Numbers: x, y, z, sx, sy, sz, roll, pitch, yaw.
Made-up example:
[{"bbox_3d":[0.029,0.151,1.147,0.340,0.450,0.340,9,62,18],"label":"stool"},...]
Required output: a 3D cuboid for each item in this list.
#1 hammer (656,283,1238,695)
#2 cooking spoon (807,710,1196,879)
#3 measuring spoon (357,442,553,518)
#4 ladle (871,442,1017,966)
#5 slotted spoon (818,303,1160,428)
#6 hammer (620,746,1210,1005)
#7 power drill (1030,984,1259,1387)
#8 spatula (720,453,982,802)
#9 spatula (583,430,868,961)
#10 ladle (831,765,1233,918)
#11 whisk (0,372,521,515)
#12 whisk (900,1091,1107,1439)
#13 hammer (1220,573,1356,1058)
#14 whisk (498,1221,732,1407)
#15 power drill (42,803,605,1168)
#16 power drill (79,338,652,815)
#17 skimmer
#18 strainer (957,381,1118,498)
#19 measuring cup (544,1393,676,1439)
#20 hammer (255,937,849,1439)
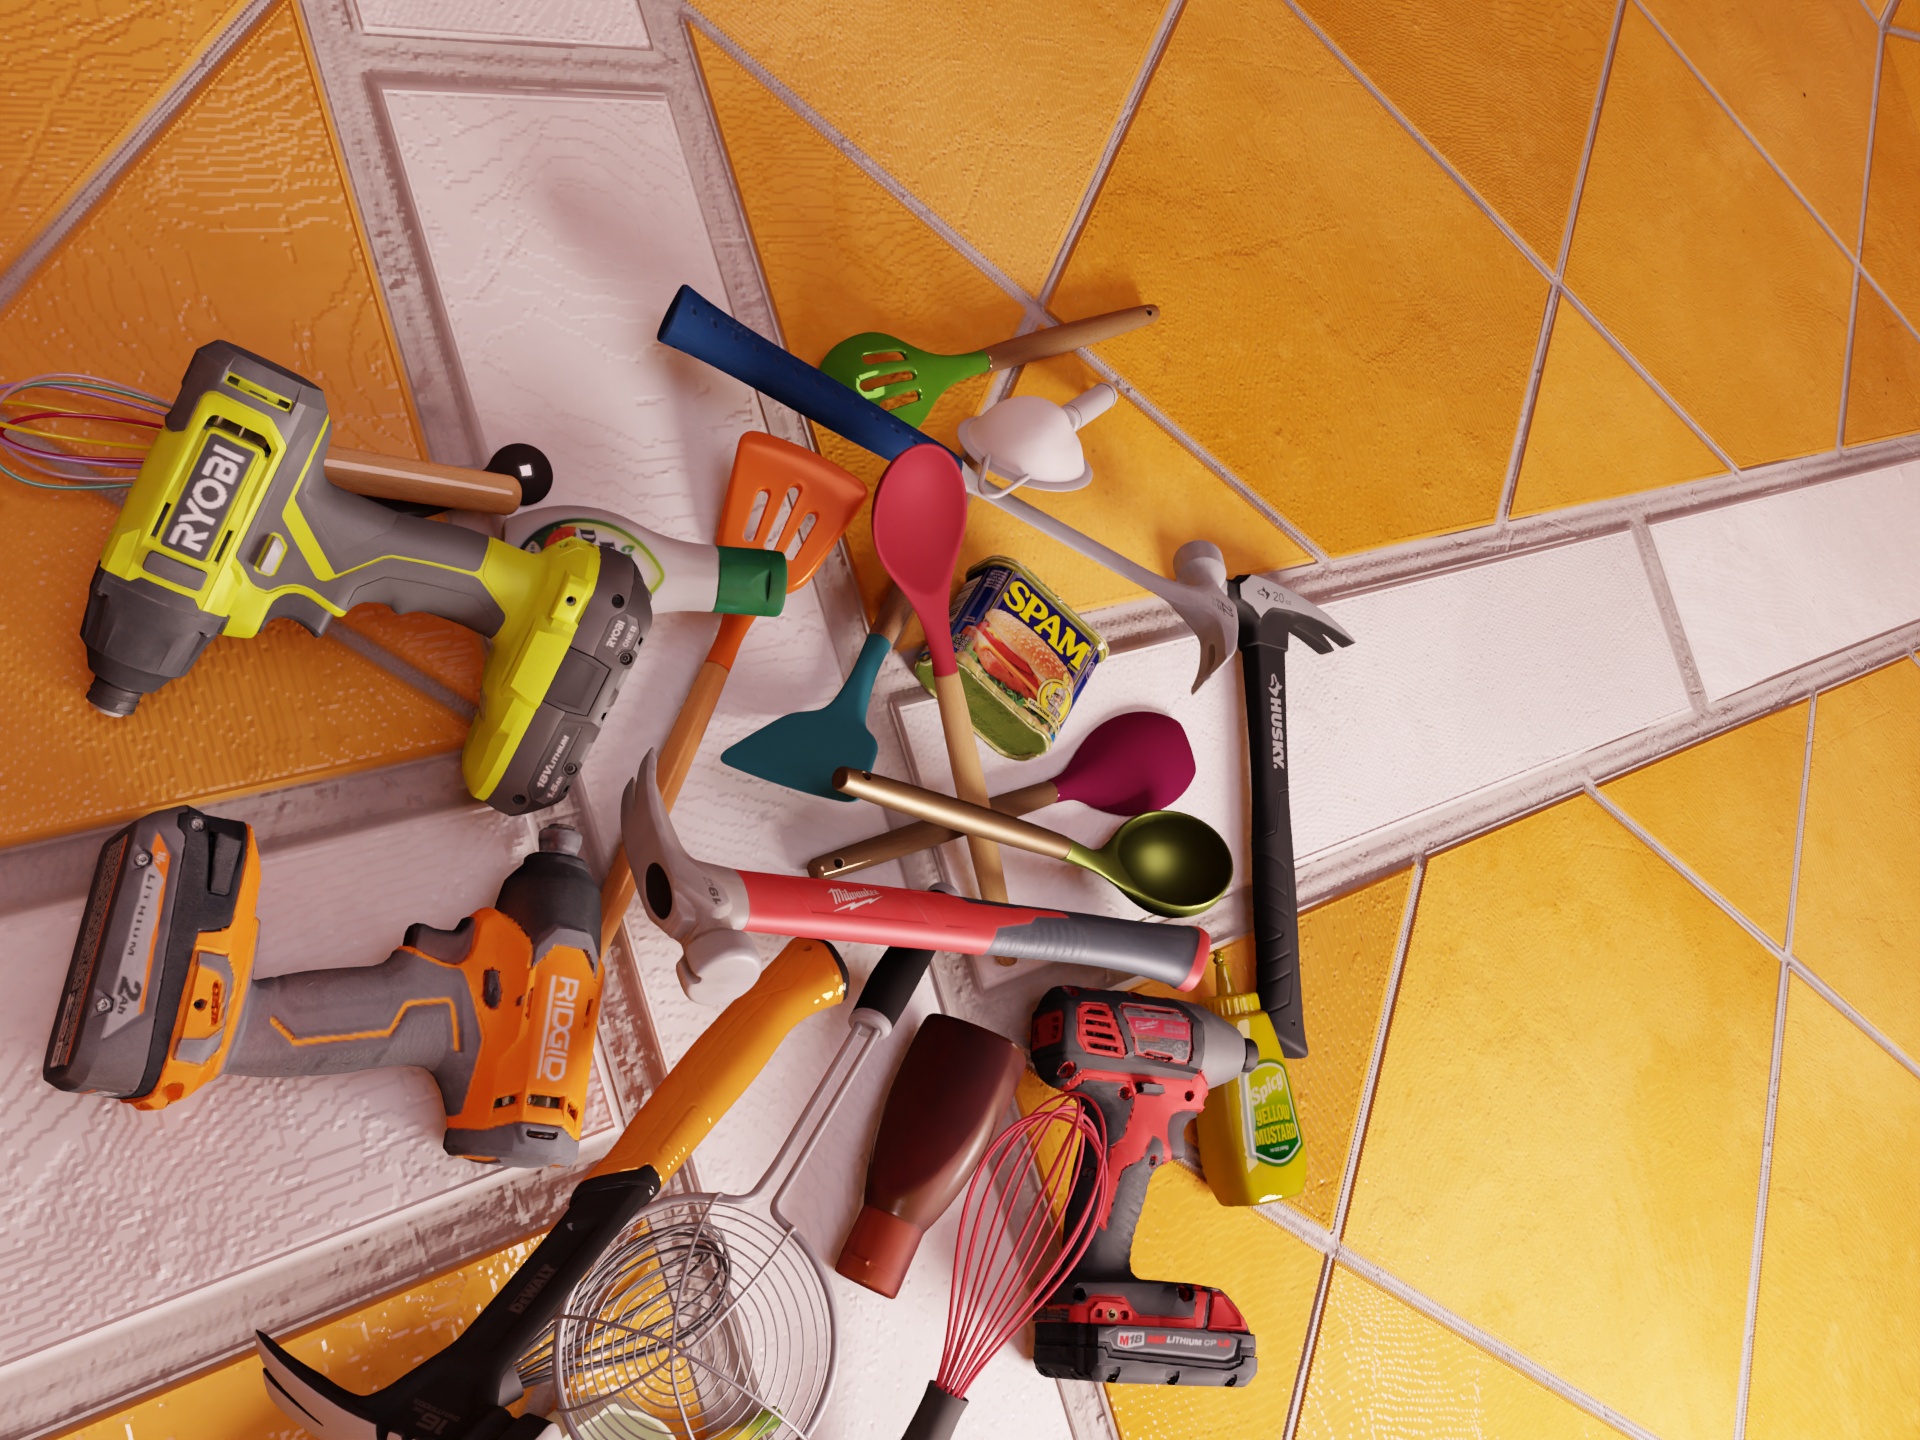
[{"bbox_3d":[0.007,-0.142,0.960,0.405,0.035,0.144,26,34,-21],"label":"hammer"},{"bbox_3d":[0.038,0.051,0.989,0.319,0.017,0.069,-16,86,-38],"label":"cooking spoon"},{"bbox_3d":[-0.266,-0.120,0.823,0.124,0.018,0.034,-23,91,-37],"label":"measuring spoon"},{"bbox_3d":[-0.001,-0.003,0.923,0.069,0.031,0.315,-22,107,-35],"label":"ladle"},{"bbox_3d":[0.032,-0.248,1.067,0.314,0.031,0.070,-25,95,-39],"label":"slotted spoon"},{"bbox_3d":[-0.005,0.102,0.883,0.386,0.038,0.143,13,35,-40],"label":"hammer"},{"bbox_3d":[0.112,0.270,0.932,0.143,0.078,0.220,10,67,-19],"label":"power drill"},{"bbox_3d":[-0.037,-0.073,0.954,0.082,0.044,0.318,17,56,14],"label":"spatula"},{"bbox_3d":[-0.141,-0.011,0.866,0.081,0.041,0.323,25,64,-11],"label":"spatula"},{"bbox_3d":[0.051,0.061,0.928,0.319,0.062,0.078,21,34,-45],"label":"ladle"},{"bbox_3d":[-0.330,-0.123,0.756,0.244,0.047,0.051,6,81,-33],"label":"whisk"},{"bbox_3d":[0.003,0.331,0.831,0.073,0.073,0.296,33,76,-24],"label":"whisk"},{"bbox_3d":[0.220,0.064,1.105,0.146,0.035,0.335,11,71,-32],"label":"hammer"},{"bbox_3d":[-0.207,0.302,0.729,0.239,0.055,0.055,-23,90,-32],"label":"whisk"},{"bbox_3d":[-0.268,0.108,0.720,0.226,0.084,0.164,19,66,-35],"label":"power drill"},{"bbox_3d":[-0.274,-0.049,0.740,0.223,0.080,0.171,25,95,-26],"label":"power drill"},{"bbox_3d":[-0.075,0.212,0.805,0.127,0.090,0.363,21,33,9],"label":"skimmer"},{"bbox_3d":[0.064,-0.192,1.015,0.087,0.050,0.258,28,27,8],"label":"strainer"},{"bbox_3d":[-0.208,0.349,0.711,0.167,0.038,0.083,4,88,-32],"label":"measuring cup"},{"bbox_3d":[-0.147,0.193,0.708,0.337,0.127,0.034,-46,144,-56],"label":"hammer"}]
